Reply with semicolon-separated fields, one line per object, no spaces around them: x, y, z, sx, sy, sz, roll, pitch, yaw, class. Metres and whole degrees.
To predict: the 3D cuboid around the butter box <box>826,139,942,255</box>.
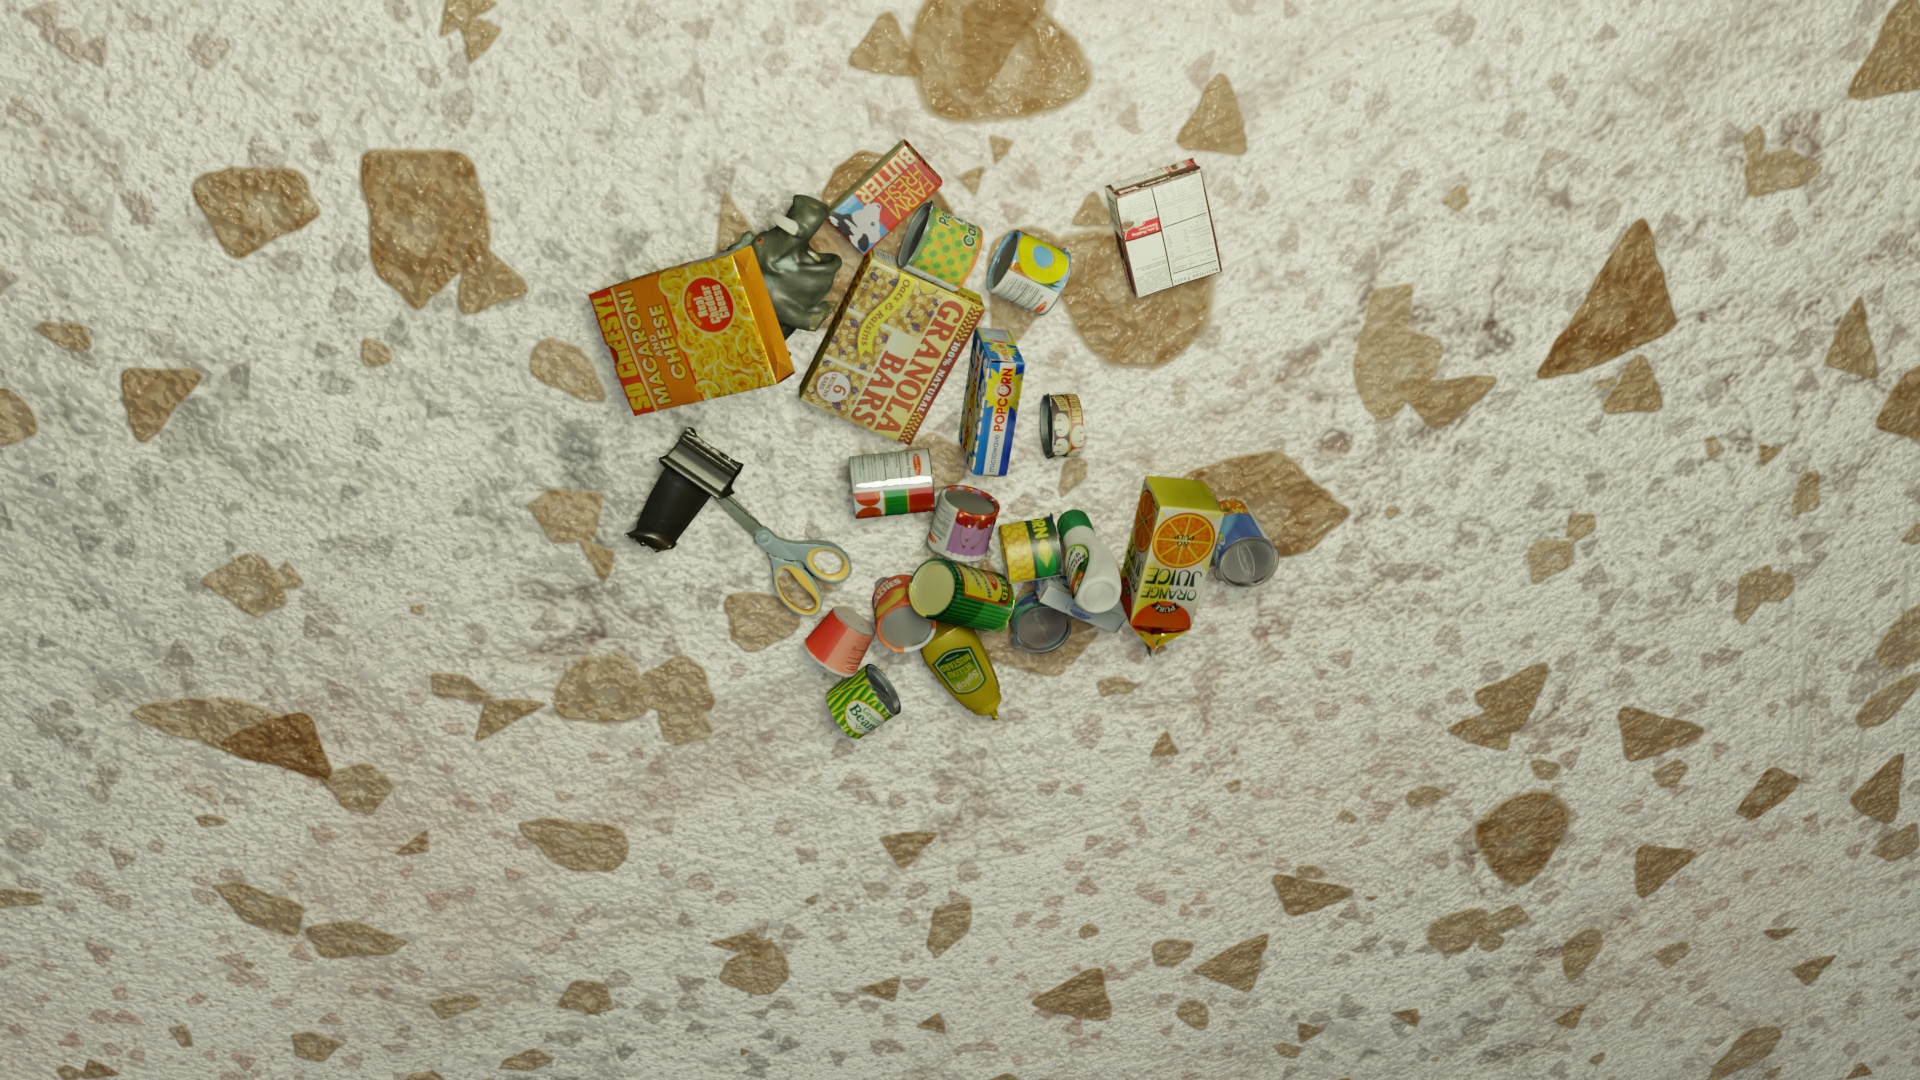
-0.072;-0.320;1.296;0.103;0.024;0.053;-39;118;14;butter box

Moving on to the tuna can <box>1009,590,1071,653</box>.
0.087;0.092;1.560;0.071;0.033;0.070;-4;121;-6;tuna can

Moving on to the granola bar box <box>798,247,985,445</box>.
-0.069;-0.188;1.366;0.124;0.039;0.164;21;115;-20;granola bar box

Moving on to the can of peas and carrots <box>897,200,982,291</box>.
-0.018;-0.277;1.305;0.059;0.071;0.070;21;115;-21;can of peas and carrots

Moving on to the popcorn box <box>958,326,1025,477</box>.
0.030;-0.138;1.384;0.038;0.085;0.126;2;120;-11;popcorn box

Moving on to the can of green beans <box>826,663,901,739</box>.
-0.109;0.182;1.563;0.057;0.071;0.071;-34;120;12;can of green beans

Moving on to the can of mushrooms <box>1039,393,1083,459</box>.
0.103;-0.119;1.417;0.033;0.071;0.070;-3;121;-7;can of mushrooms

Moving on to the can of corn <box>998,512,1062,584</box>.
0.074;0.008;1.489;0.058;0.071;0.070;-10;121;-2;can of corn

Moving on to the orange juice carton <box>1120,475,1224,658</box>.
0.223;0.031;1.522;0.073;0.072;0.191;5;119;-11;orange juice carton

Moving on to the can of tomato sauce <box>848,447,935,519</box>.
-0.070;-0.057;1.428;0.083;0.071;0.070;-6;121;-4;can of tomato sauce

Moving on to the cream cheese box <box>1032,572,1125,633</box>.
0.129;0.063;1.538;0.104;0.053;0.024;23;113;-21;cream cheese box

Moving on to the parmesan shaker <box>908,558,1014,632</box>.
0.003;0.060;1.481;0.071;0.071;0.103;-48;146;19;parmesan shaker

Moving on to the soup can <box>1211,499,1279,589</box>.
0.299;0.004;1.511;0.071;0.084;0.071;-4;121;-6;soup can

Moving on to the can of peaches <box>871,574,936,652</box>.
-0.063;0.078;1.514;0.071;0.058;0.071;-4;121;-6;can of peaches

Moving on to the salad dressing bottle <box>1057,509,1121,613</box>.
0.131;0.018;1.456;0.044;0.148;0.064;12;118;-14;salad dressing bottle

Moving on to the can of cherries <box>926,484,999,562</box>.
0.005;-0.018;1.464;0.071;0.072;0.058;9;118;-14;can of cherries

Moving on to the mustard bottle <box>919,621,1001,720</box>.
0.009;0.151;1.574;0.065;0.049;0.159;-27;121;9;mustard bottle

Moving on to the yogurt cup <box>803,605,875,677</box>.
-0.130;0.108;1.519;0.072;0.072;0.054;29;105;-23;yogurt cup

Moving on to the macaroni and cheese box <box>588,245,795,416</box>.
-0.250;-0.191;1.282;0.166;0.040;0.123;-9;108;26;macaroni and cheese box

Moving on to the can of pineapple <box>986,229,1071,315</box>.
0.065;-0.258;1.331;0.058;0.071;0.070;21;115;-20;can of pineapple
